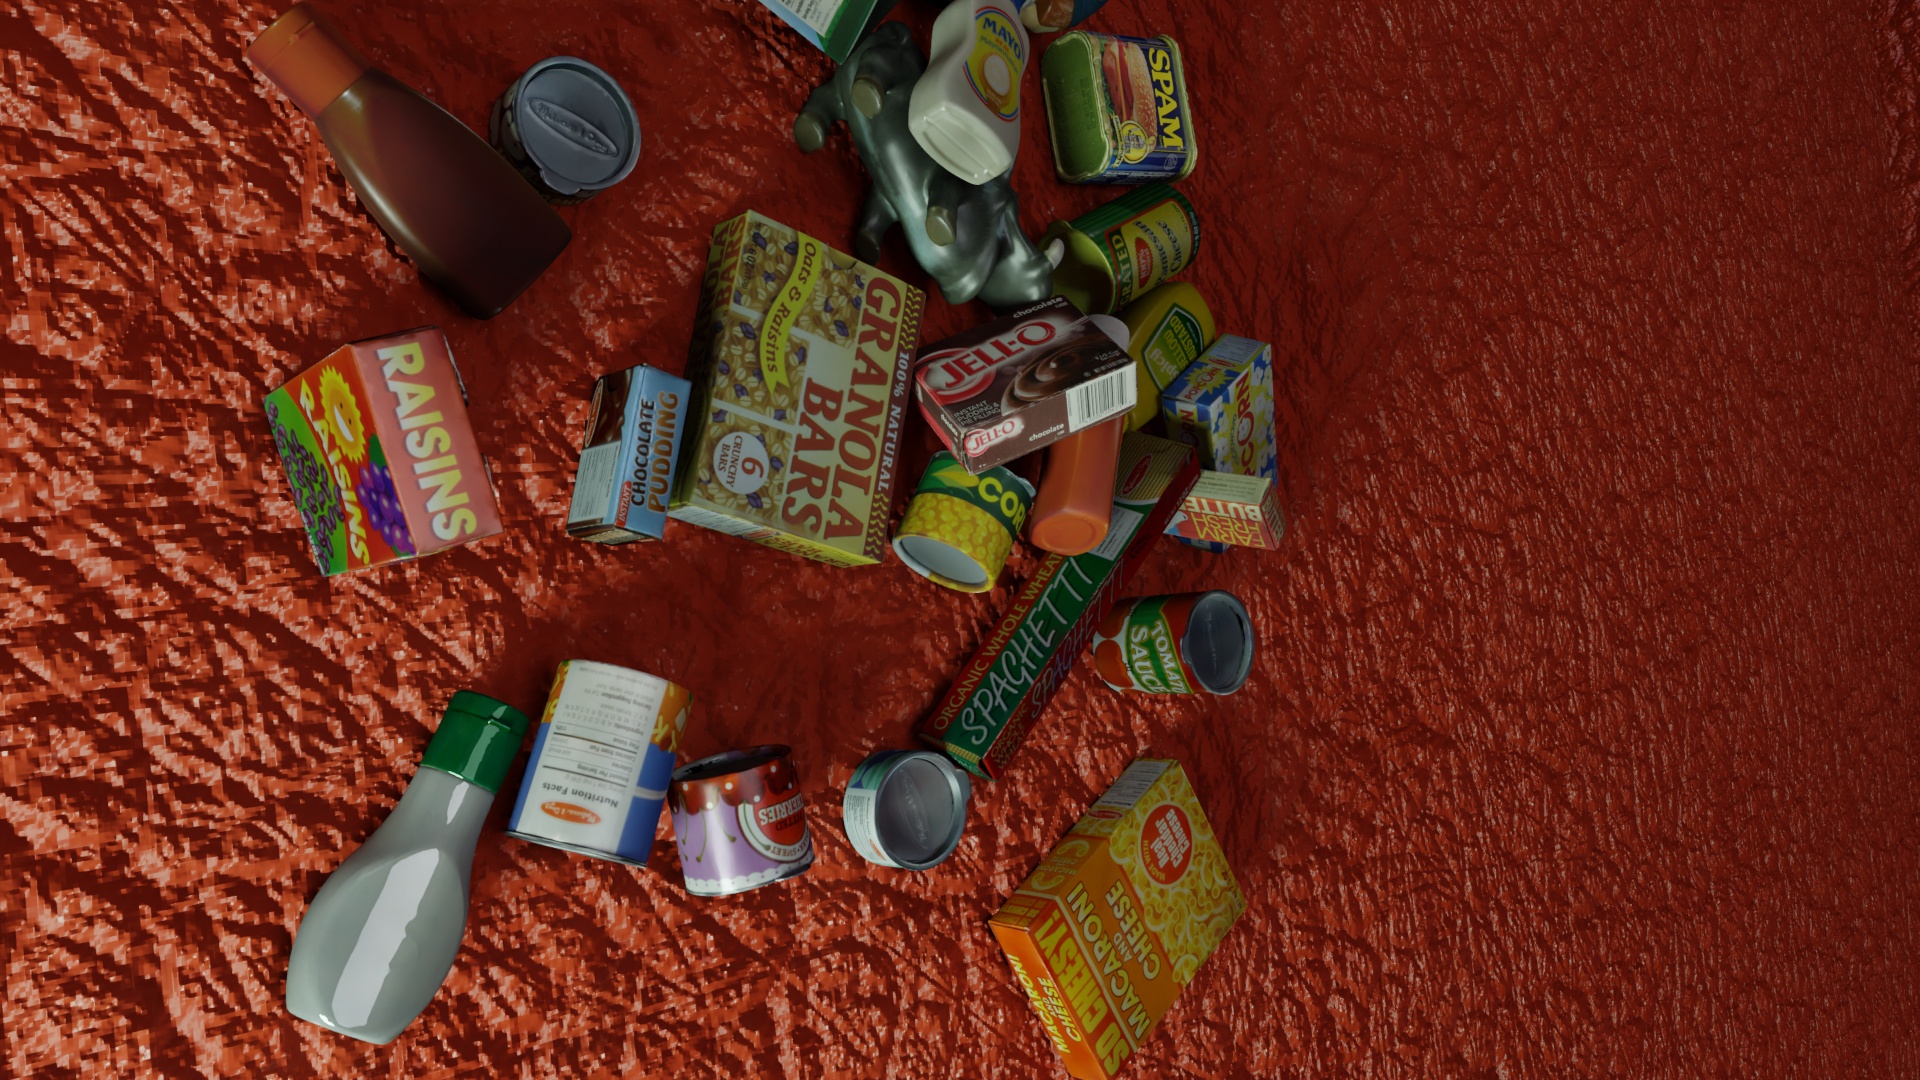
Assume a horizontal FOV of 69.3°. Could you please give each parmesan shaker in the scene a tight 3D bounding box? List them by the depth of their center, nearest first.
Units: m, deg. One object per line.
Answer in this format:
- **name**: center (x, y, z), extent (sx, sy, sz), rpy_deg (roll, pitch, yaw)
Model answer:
- **parmesan shaker**: center (0.104, -0.193, 0.916), extent (0.103, 0.071, 0.071), rpy_deg (-35, 107, -37)

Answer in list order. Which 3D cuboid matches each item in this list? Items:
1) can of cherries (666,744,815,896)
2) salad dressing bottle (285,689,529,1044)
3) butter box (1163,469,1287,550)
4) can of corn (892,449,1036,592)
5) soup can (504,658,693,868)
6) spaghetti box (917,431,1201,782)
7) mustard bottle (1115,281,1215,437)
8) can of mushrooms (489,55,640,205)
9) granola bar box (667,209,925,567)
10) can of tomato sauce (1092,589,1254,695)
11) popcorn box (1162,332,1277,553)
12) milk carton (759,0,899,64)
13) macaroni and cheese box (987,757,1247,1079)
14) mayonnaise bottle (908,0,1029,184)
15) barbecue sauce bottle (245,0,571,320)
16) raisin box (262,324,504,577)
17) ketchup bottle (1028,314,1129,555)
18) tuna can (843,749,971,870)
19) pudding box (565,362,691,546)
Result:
- **can of cherries**: center (-0.108, 0.138, 0.695), extent (0.072, 0.071, 0.058), rpy_deg (-13, 93, -40)
- **salad dressing bottle**: center (-0.236, 0.139, 0.606), extent (0.064, 0.044, 0.148), rpy_deg (35, 63, -30)
- **butter box**: center (0.158, -0.023, 0.911), extent (0.024, 0.103, 0.053), rpy_deg (-64, 146, -25)
- **can of corn**: center (0.003, -0.010, 0.807), extent (0.071, 0.071, 0.058), rpy_deg (40, 62, -30)
- **soup can**: center (-0.168, 0.105, 0.654), extent (0.071, 0.071, 0.084), rpy_deg (26, 68, -35)
- **spaghetti box**: center (0.064, 0.035, 0.845), extent (0.251, 0.050, 0.028), rpy_deg (-54, 140, -23)
- **mustard bottle**: center (0.114, -0.108, 0.926), extent (0.161, 0.048, 0.065), rpy_deg (-51, 120, -31)
- **can of mushrooms**: center (-0.196, -0.200, 0.687), extent (0.071, 0.033, 0.071), rpy_deg (6, 81, -40)
- **granola bar box**: center (-0.088, -0.080, 0.760), extent (0.124, 0.039, 0.166), rpy_deg (19, 73, -37)
- **can of tomato sauce**: center (0.136, 0.068, 0.901), extent (0.071, 0.083, 0.071), rpy_deg (6, 81, -39)
- **popcorn box**: center (0.180, -0.066, 0.955), extent (0.085, 0.038, 0.126), rpy_deg (-44, 136, -34)
- **milk carton**: center (-0.110, -0.352, 0.733), extent (0.190, 0.073, 0.073), rpy_deg (36, 61, -9)
- **macaroni and cheese box**: center (0.104, 0.237, 0.882), extent (0.167, 0.040, 0.123), rpy_deg (-39, 109, -37)
- **mayonnaise bottle**: center (0.011, -0.274, 0.787), extent (0.064, 0.041, 0.149), rpy_deg (33, 53, -34)
- **barbecue sauce bottle**: center (-0.251, -0.173, 0.632), extent (0.148, 0.043, 0.065), rpy_deg (47, 58, -25)
- **raisin box**: center (-0.239, -0.033, 0.572), extent (0.040, 0.123, 0.086), rpy_deg (-20, 98, -39)
- **ketchup bottle**: center (0.076, -0.068, 0.848), extent (0.043, 0.064, 0.149), rpy_deg (17, 64, -13)
- **tuna can**: center (-0.030, 0.150, 0.785), extent (0.071, 0.033, 0.071), rpy_deg (5, 81, -40)
- **pudding box**: center (-0.164, -0.041, 0.684), extent (0.030, 0.049, 0.084), rpy_deg (18, 73, -39)
